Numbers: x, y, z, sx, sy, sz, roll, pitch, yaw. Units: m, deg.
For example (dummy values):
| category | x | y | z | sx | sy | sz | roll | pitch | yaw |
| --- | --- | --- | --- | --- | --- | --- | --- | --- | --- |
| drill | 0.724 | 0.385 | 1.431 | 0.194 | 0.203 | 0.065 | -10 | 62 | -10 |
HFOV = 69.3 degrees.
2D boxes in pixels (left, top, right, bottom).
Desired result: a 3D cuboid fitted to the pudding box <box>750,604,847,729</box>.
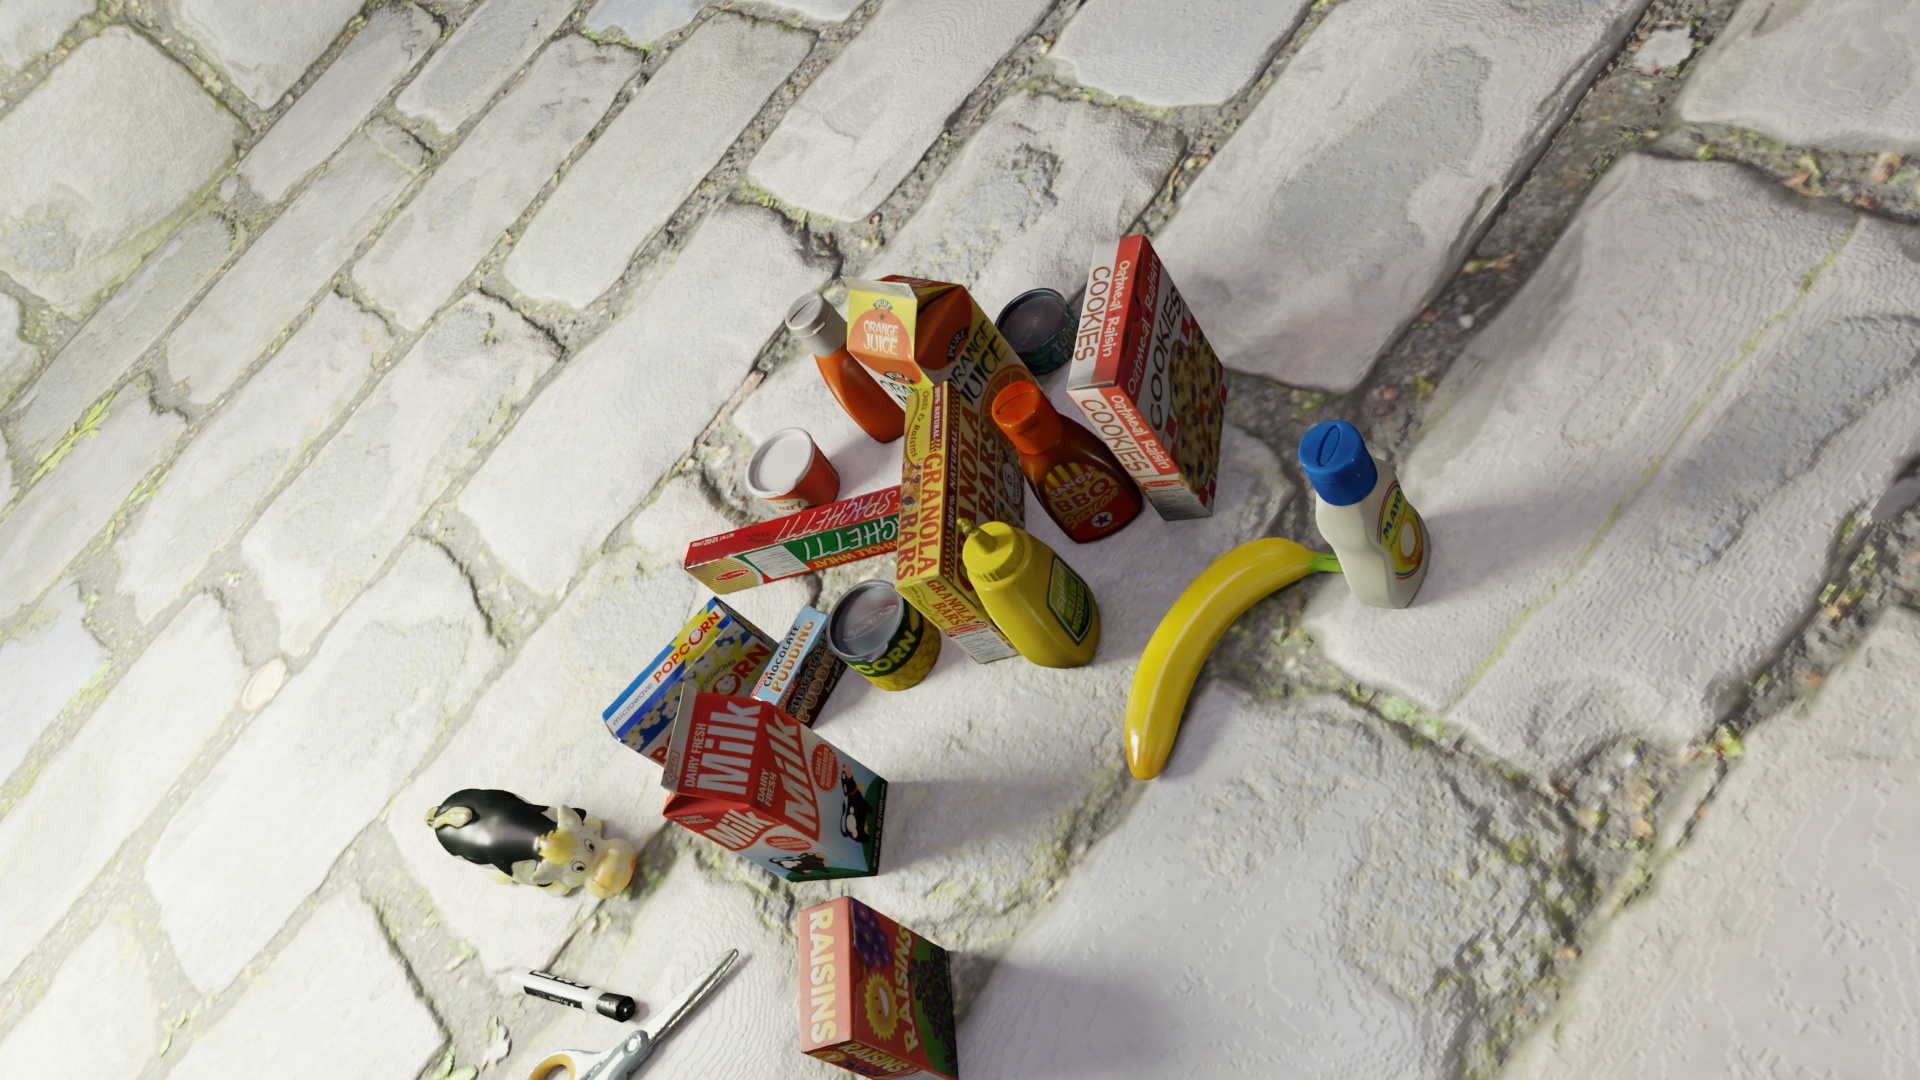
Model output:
| category | x | y | z | sx | sy | sz | roll | pitch | yaw |
| --- | --- | --- | --- | --- | --- | --- | --- | --- | --- |
| pudding box | -0.117 | 0.096 | 1.052 | 0.030 | 0.049 | 0.084 | 17 | 71 | 40 |

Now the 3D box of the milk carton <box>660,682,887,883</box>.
| category | x | y | z | sx | sy | sz | roll | pitch | yaw |
| --- | --- | --- | --- | --- | --- | --- | --- | --- | --- |
| milk carton | -0.130 | 0.163 | 0.919 | 0.073 | 0.190 | 0.072 | -12 | 55 | 27 |

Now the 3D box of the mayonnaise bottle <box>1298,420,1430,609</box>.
| category | x | y | z | sx | sy | sz | roll | pitch | yaw |
| --- | --- | --- | --- | --- | --- | --- | --- | --- | --- |
| mayonnaise bottle | 0.241 | -0.017 | 0.829 | 0.041 | 0.147 | 0.065 | 10 | 67 | 37 |

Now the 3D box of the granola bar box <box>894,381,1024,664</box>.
| category | x | y | z | sx | sy | sz | roll | pitch | yaw |
| --- | --- | --- | --- | --- | --- | --- | --- | --- | --- |
| granola bar box | 0.004 | -0.012 | 0.996 | 0.039 | 0.124 | 0.166 | -16 | 53 | 24 |

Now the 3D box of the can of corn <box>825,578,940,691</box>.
| category | x | y | z | sx | sy | sz | roll | pitch | yaw |
| --- | --- | --- | --- | --- | --- | --- | --- | --- | --- |
| can of corn | -0.055 | 0.072 | 1.022 | 0.071 | 0.058 | 0.071 | -17 | 53 | 23 |

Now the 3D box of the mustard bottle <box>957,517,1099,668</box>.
| category | x | y | z | sx | sy | sz | roll | pitch | yaw |
| --- | --- | --- | --- | --- | --- | --- | --- | --- | --- |
| mustard bottle | 0.041 | 0.029 | 0.919 | 0.049 | 0.160 | 0.065 | -9 | 56 | 29 |

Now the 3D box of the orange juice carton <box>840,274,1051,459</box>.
| category | x | y | z | sx | sy | sz | roll | pitch | yaw |
| --- | --- | --- | --- | --- | --- | --- | --- | --- | --- |
| orange juice carton | -0.015 | -0.136 | 1.046 | 0.072 | 0.192 | 0.073 | 17 | 71 | 40 |

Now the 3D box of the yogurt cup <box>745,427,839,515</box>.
| category | x | y | z | sx | sy | sz | roll | pitch | yaw |
| --- | --- | --- | --- | --- | --- | --- | --- | --- | --- |
| yogurt cup | -0.138 | -0.053 | 1.163 | 0.072 | 0.054 | 0.073 | -17 | 53 | 23 |

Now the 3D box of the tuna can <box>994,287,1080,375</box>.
| category | x | y | z | sx | sy | sz | roll | pitch | yaw |
| --- | --- | --- | --- | --- | --- | --- | --- | --- | --- |
| tuna can | 0.065 | -0.169 | 1.125 | 0.071 | 0.032 | 0.071 | -17 | 53 | 23 |

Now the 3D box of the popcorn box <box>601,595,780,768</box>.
| category | x | y | z | sx | sy | sz | roll | pitch | yaw |
| --- | --- | --- | --- | --- | --- | --- | --- | --- | --- |
| popcorn box | -0.201 | 0.115 | 1.069 | 0.127 | 0.085 | 0.038 | -47 | 47 | -3 |

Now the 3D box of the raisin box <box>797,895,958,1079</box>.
| category | x | y | z | sx | sy | sz | roll | pitch | yaw |
| --- | --- | --- | --- | --- | --- | --- | --- | --- | --- |
| raisin box | -0.048 | 0.275 | 0.835 | 0.040 | 0.123 | 0.086 | -21 | 51 | 21 |

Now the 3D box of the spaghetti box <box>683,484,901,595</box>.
| category | x | y | z | sx | sy | sz | roll | pitch | yaw |
| --- | --- | --- | --- | --- | --- | --- | --- | --- | --- |
| spaghetti box | -0.106 | -0.003 | 1.111 | 0.249 | 0.050 | 0.029 | -14 | 54 | 25 |

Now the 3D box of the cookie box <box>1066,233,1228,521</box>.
| category | x | y | z | sx | sy | sz | roll | pitch | yaw |
| --- | --- | --- | --- | --- | --- | --- | --- | --- | --- |
| cookie box | 0.133 | -0.108 | 0.947 | 0.040 | 0.167 | 0.123 | -6 | 58 | 31 |

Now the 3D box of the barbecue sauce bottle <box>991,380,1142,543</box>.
| category | x | y | z | sx | sy | sz | roll | pitch | yaw |
| --- | --- | --- | --- | --- | --- | --- | --- | --- | --- |
| barbecue sauce bottle | 0.071 | -0.055 | 0.965 | 0.065 | 0.148 | 0.044 | -28 | 49 | 15 |

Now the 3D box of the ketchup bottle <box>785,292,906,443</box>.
| category | x | y | z | sx | sy | sz | roll | pitch | yaw |
| --- | --- | --- | --- | --- | --- | --- | --- | --- | --- |
| ketchup bottle | -0.085 | -0.142 | 1.124 | 0.064 | 0.148 | 0.044 | -42 | 47 | 2 |
